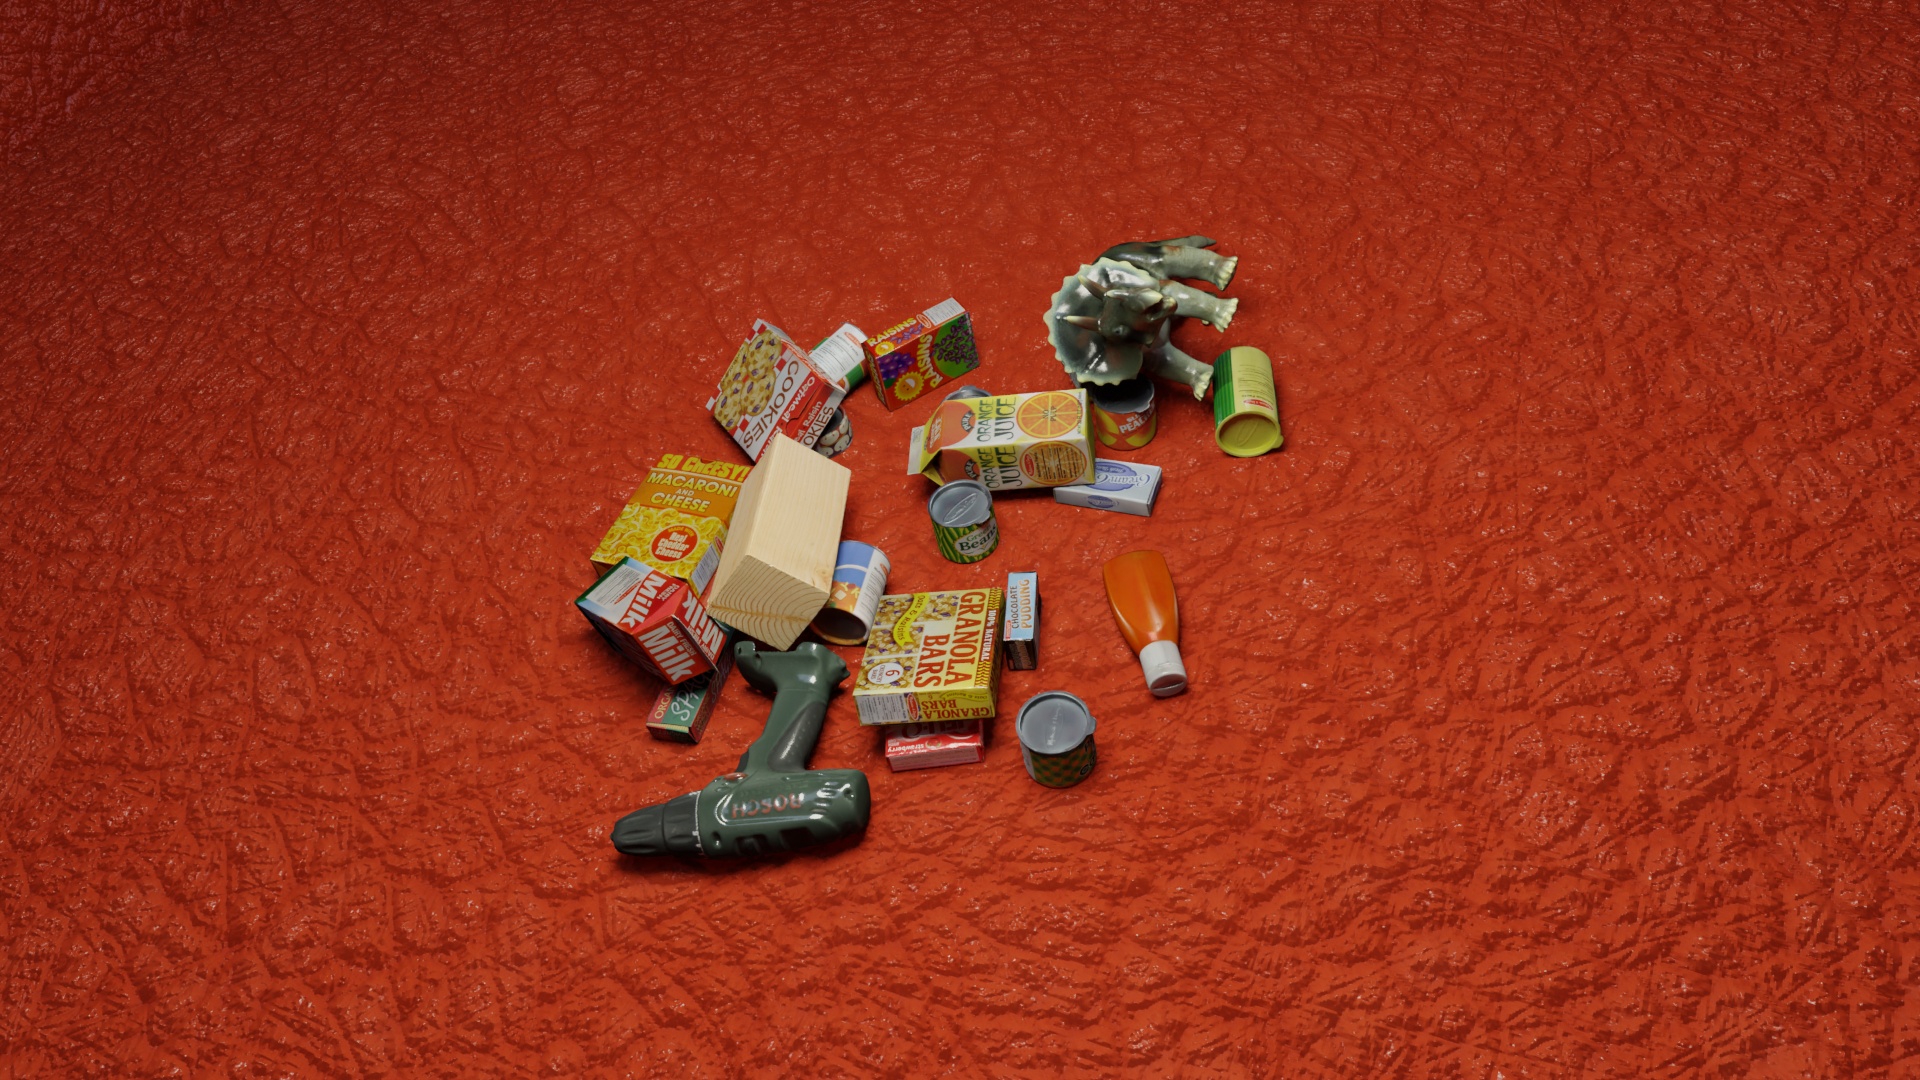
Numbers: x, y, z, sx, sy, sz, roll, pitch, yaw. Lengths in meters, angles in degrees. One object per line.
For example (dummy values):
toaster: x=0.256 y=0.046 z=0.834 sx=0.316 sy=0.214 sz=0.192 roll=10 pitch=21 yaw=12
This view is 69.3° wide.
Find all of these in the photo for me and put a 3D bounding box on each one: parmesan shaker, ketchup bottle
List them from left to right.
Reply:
ketchup bottle: x=0.178 y=0.077 z=1.305 sx=0.065 sy=0.043 sz=0.149 roll=-13 pitch=47 yaw=3
parmesan shaker: x=0.302 y=-0.146 z=1.466 sx=0.071 sy=0.071 sz=0.103 roll=-4 pitch=47 yaw=10

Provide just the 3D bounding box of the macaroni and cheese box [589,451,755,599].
macaroni and cheese box: x=-0.304 y=-0.020 z=1.507 sx=0.124 sy=0.040 sz=0.167 roll=10 pitch=51 yaw=20

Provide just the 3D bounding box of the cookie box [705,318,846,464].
cookie box: x=-0.211 y=-0.159 z=1.561 sx=0.122 sy=0.040 sz=0.168 roll=-57 pitch=46 yaw=12

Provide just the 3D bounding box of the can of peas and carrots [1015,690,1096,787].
can of peas and carrots: x=0.088 y=0.176 z=1.225 sx=0.071 sy=0.058 sz=0.071 roll=-6 pitch=48 yaw=7

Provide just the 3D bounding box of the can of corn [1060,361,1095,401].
can of corn: x=0.153 y=-0.197 z=1.546 sx=0.071 sy=0.070 sz=0.058 roll=-19 pitch=48 yaw=-4

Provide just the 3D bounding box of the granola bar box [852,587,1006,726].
granola bar box: x=-0.024 y=0.107 z=1.295 sx=0.124 sy=0.039 sz=0.166 roll=-5 pitch=29 yaw=10

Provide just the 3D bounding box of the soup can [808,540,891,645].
soup can: x=-0.113 y=0.053 z=1.379 sx=0.071 sy=0.071 sz=0.084 roll=2 pitch=49 yaw=15

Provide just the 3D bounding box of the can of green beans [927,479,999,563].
can of green beans: x=0.004 y=-0.019 z=1.422 sx=0.071 sy=0.057 sz=0.071 roll=-7 pitch=47 yaw=7

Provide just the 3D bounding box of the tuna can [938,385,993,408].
tuna can: x=0.010 y=-0.138 z=1.546 sx=0.071 sy=0.032 sz=0.071 roll=-6 pitch=47 yaw=7

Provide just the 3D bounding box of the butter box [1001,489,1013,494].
butter box: x=0.069 y=-0.097 z=1.501 sx=0.104 sy=0.024 sz=0.053 roll=-38 pitch=52 yaw=-20

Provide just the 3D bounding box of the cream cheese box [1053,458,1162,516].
cream cheese box: x=0.154 y=-0.058 z=1.446 sx=0.104 sy=0.024 sz=0.054 roll=10 pitch=52 yaw=21

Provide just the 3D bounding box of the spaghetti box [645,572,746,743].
spaghetti box: x=-0.245 y=0.093 z=1.398 sx=0.050 sy=0.028 sz=0.251 roll=5 pitch=50 yaw=17

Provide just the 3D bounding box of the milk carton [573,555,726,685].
milk carton: x=-0.295 y=0.080 z=1.348 sx=0.074 sy=0.072 sz=0.190 roll=-44 pitch=31 yaw=-21

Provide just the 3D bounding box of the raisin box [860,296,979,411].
raisin box: x=-0.045 y=-0.214 z=1.593 sx=0.124 sy=0.085 sz=0.040 roll=-29 pitch=50 yaw=-14

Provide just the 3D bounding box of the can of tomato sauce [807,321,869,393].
can of tomato sauce: x=-0.146 y=-0.202 z=1.618 sx=0.071 sy=0.071 sz=0.083 roll=30 pitch=65 yaw=34

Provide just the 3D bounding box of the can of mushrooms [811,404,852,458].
can of mushrooms: x=-0.156 y=-0.128 z=1.576 sx=0.071 sy=0.033 sz=0.071 roll=-7 pitch=47 yaw=8

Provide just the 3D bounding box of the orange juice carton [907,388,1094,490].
orange juice carton: x=0.041 y=-0.101 z=1.444 sx=0.193 sy=0.072 sz=0.072 roll=-4 pitch=49 yaw=10

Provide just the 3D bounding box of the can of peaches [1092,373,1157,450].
can of peaches: x=0.178 y=-0.138 z=1.490 sx=0.071 sy=0.057 sz=0.071 roll=-6 pitch=47 yaw=7

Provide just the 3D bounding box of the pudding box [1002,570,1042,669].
pudding box: x=0.060 y=0.076 z=1.328 sx=0.030 sy=0.049 sz=0.084 roll=-2 pitch=49 yaw=9
